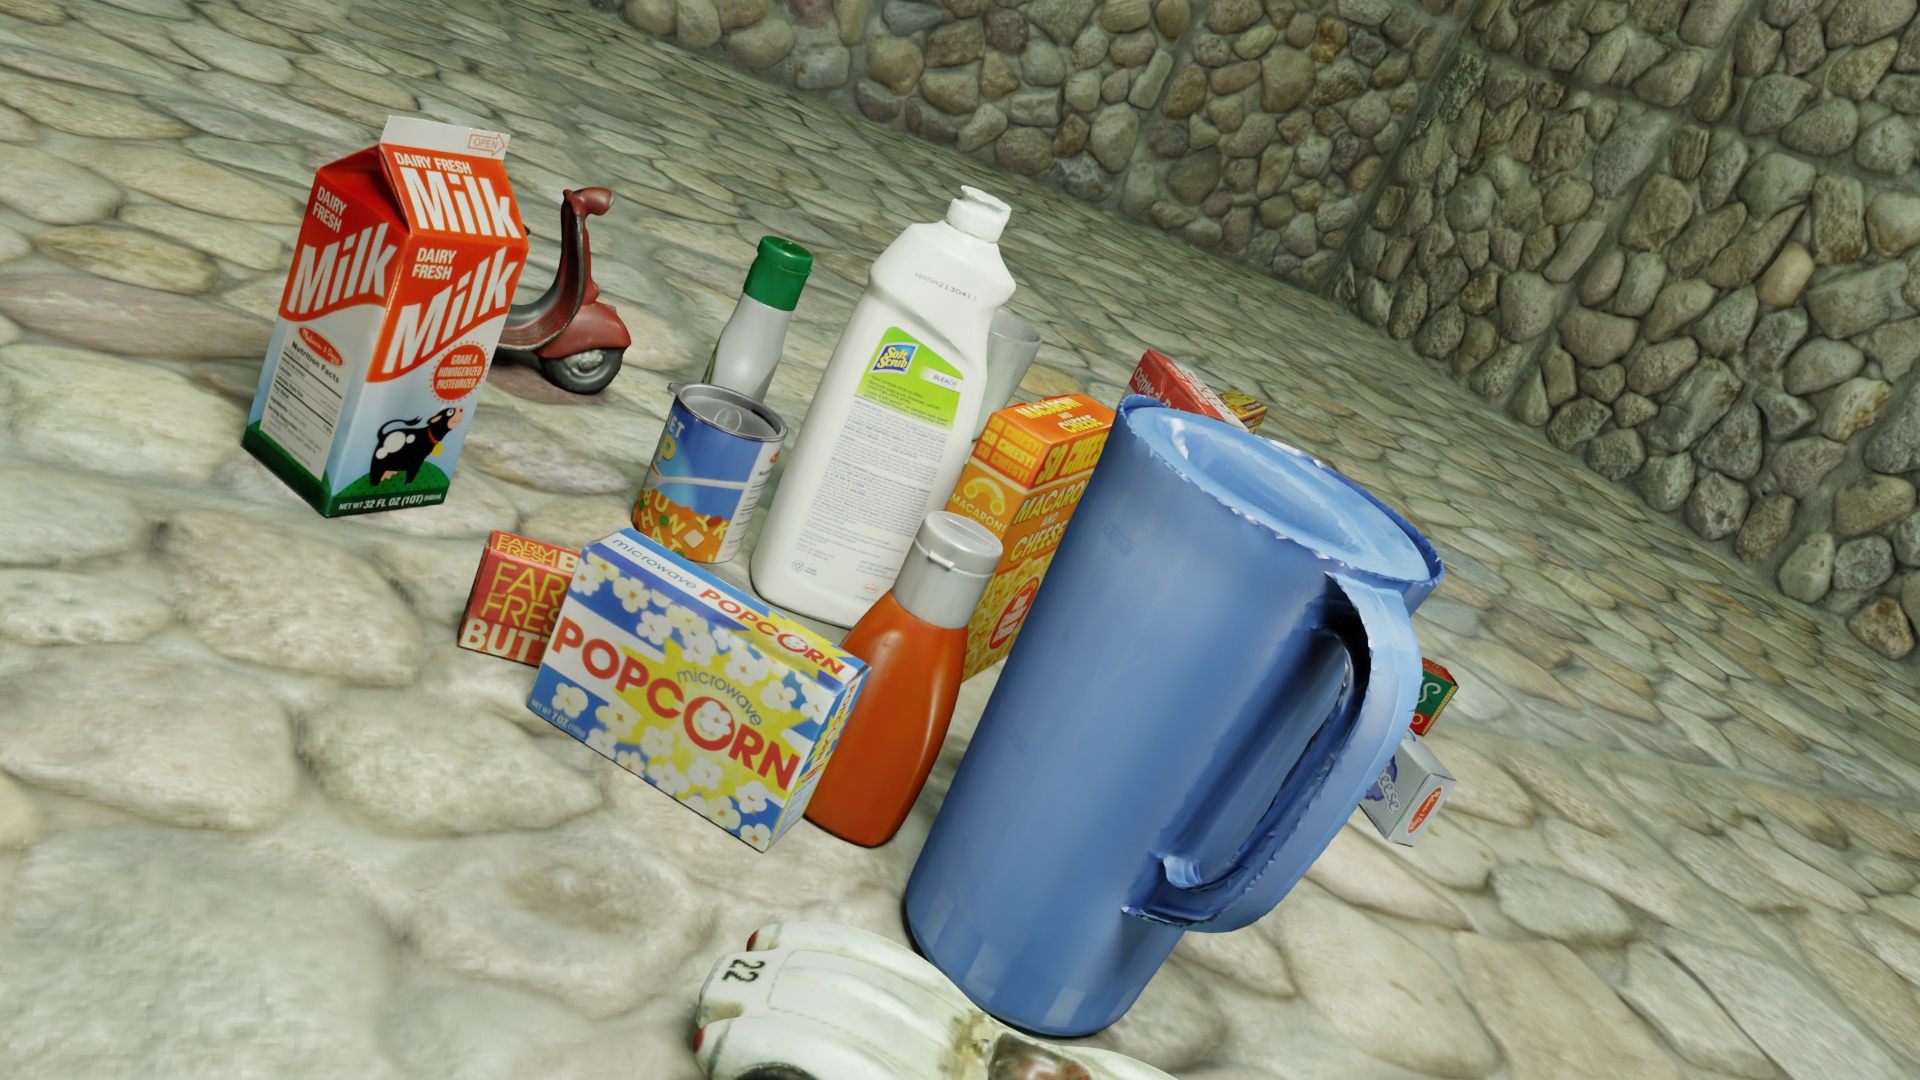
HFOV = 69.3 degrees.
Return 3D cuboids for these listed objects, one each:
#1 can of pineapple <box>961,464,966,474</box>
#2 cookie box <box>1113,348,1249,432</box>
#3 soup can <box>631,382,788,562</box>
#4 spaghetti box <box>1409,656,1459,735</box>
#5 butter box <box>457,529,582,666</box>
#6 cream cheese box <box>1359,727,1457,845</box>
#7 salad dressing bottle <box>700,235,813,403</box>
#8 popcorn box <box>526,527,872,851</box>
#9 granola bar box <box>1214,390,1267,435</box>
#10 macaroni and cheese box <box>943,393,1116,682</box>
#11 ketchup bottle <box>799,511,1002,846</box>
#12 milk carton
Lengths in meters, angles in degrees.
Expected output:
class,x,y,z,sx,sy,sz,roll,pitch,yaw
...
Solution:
class,x,y,z,sx,sy,sz,roll,pitch,yaw
can of pineapple,0.003,-0.012,0.937,0.071,0.057,0.071,22,21,-9
cookie box,0.127,-0.036,0.981,0.040,0.166,0.123,18,22,-21
soup can,-0.147,-0.040,0.796,0.071,0.083,0.071,22,21,-9
spaghetti box,0.243,0.068,1.030,0.250,0.050,0.029,26,20,0
butter box,-0.171,0.035,0.634,0.103,0.053,0.024,18,22,-19
cream cheese box,0.266,0.139,0.881,0.024,0.053,0.104,16,23,-24
salad dressing bottle,-0.141,-0.129,0.925,0.044,0.147,0.064,23,21,-8
popcorn box,-0.113,0.062,0.591,0.127,0.085,0.038,29,21,9
granola bar box,0.199,-0.061,1.183,0.039,0.123,0.166,32,22,17
macaroni and cheese box,0.022,0.002,0.773,0.040,0.165,0.124,32,21,17
ketchup bottle,-0.028,0.059,0.605,0.065,0.148,0.044,30,21,12
milk carton,-0.274,-0.112,0.675,0.073,0.189,0.072,34,22,22
